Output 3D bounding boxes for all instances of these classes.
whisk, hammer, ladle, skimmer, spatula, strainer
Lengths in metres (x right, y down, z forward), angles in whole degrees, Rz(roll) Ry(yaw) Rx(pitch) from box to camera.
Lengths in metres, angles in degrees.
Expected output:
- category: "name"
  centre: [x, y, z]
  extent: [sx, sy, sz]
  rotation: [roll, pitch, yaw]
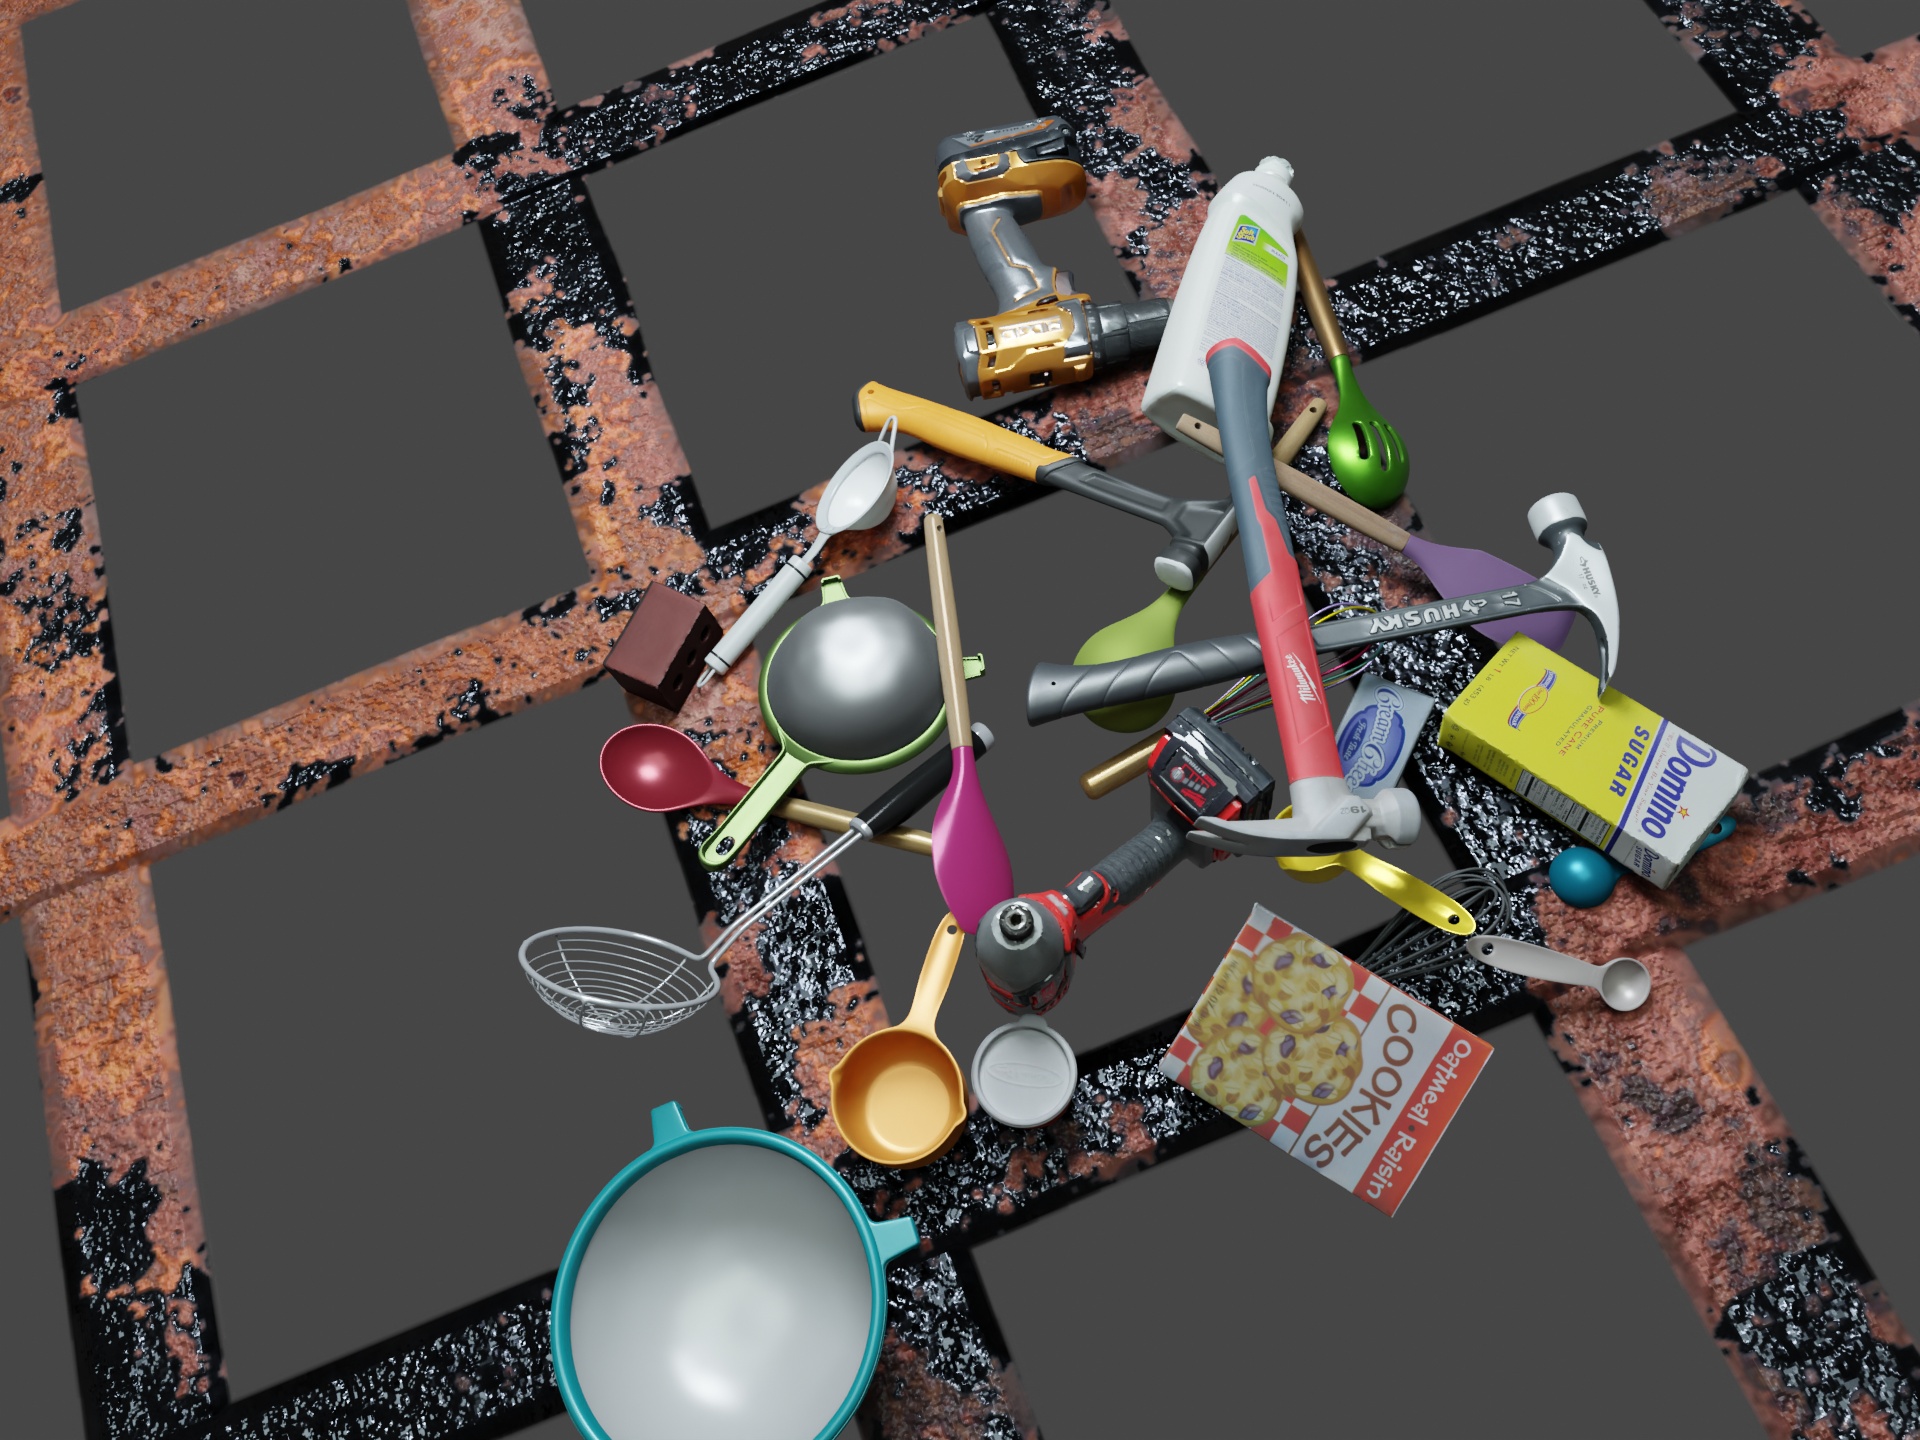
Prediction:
- category: "whisk"
  centre: [0.196, -0.008, 1.130]
  extent: [0.245, 0.047, 0.051]
  rotation: [-30, 53, 1]
- category: "hammer"
  centre: [0.244, -0.050, 1.083]
  extent: [0.409, 0.036, 0.149]
  rotation: [-12, 61, 1]
- category: "ladle"
  centre: [0.188, -0.122, 1.185]
  extent: [0.078, 0.062, 0.320]
  rotation: [31, 68, 19]
- category: "skimmer"
  centre: [-0.122, 0.088, 1.070]
  extent: [0.363, 0.090, 0.127]
  rotation: [-37, 37, -23]
- category: "spatula"
  centre: [0.294, -0.137, 1.135]
  extent: [0.316, 0.018, 0.060]
  rotation: [30, 74, 2]
- category: "ladle"
  centre: [-0.115, 0.065, 1.156]
  extent: [0.315, 0.031, 0.069]
  rotation: [14, 65, 13]
- category: "strainer"
  centre: [-0.107, -0.002, 1.141]
  extent: [0.151, 0.069, 0.256]
  rotation: [30, 65, 18]
- category: "whisk"
  centre: [0.257, 0.172, 1.040]
  extent: [0.239, 0.055, 0.055]
  rotation: [-32, 66, 0]
- category: "hammer"
  centre: [0.060, -0.204, 1.217]
  extent: [0.337, 0.034, 0.127]
  rotation: [24, 64, 26]
- category: "strainer"
  centre: [-0.119, -0.124, 1.231]
  extent: [0.258, 0.050, 0.087]
  rotation: [-50, 32, -6]
- category: "strainer"
  centre: [-0.165, 0.423, 0.973]
  extent: [0.211, 0.095, 0.340]
  rotation: [20, 73, 20]
- category: "hammer"
  centre: [0.193, -0.093, 1.053]
  extent: [0.143, 0.038, 0.387]
  rotation: [-1, 63, -10]

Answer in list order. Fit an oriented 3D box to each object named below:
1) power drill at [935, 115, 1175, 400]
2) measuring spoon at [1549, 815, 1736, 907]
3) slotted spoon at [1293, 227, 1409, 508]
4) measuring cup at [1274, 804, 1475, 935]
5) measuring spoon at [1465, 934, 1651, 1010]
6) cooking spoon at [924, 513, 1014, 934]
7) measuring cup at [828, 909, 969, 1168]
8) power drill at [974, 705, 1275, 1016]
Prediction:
- category: "power drill"
  centre: [0.076, -0.374, 1.288]
  extent: [0.185, 0.084, 0.226]
  rotation: [-10, 69, 3]
- category: "measuring spoon"
  centre: [0.454, 0.086, 1.052]
  extent: [0.128, 0.021, 0.042]
  rotation: [-21, 65, 2]
- category: "slotted spoon"
  centre: [0.288, -0.302, 1.244]
  extent: [0.070, 0.031, 0.314]
  rotation: [0, 61, -20]
- category: "measuring cup"
  centre: [0.273, 0.105, 1.049]
  extent: [0.062, 0.029, 0.157]
  rotation: [-48, 50, -12]
- category: "measuring spoon"
  centre: [0.381, 0.157, 1.020]
  extent: [0.124, 0.018, 0.034]
  rotation: [15, 91, -4]
- category: "cooking spoon"
  centre: [-0.002, -0.004, 1.127]
  extent: [0.017, 0.068, 0.319]
  rotation: [-31, 60, 46]
- category: "measuring cup"
  centre: [-0.025, 0.214, 1.063]
  extent: [0.095, 0.052, 0.174]
  rotation: [13, 68, 15]
- category: "power drill"
  centre: [0.100, 0.099, 1.043]
  extent: [0.219, 0.143, 0.079]
  rotation: [-40, 67, -11]
